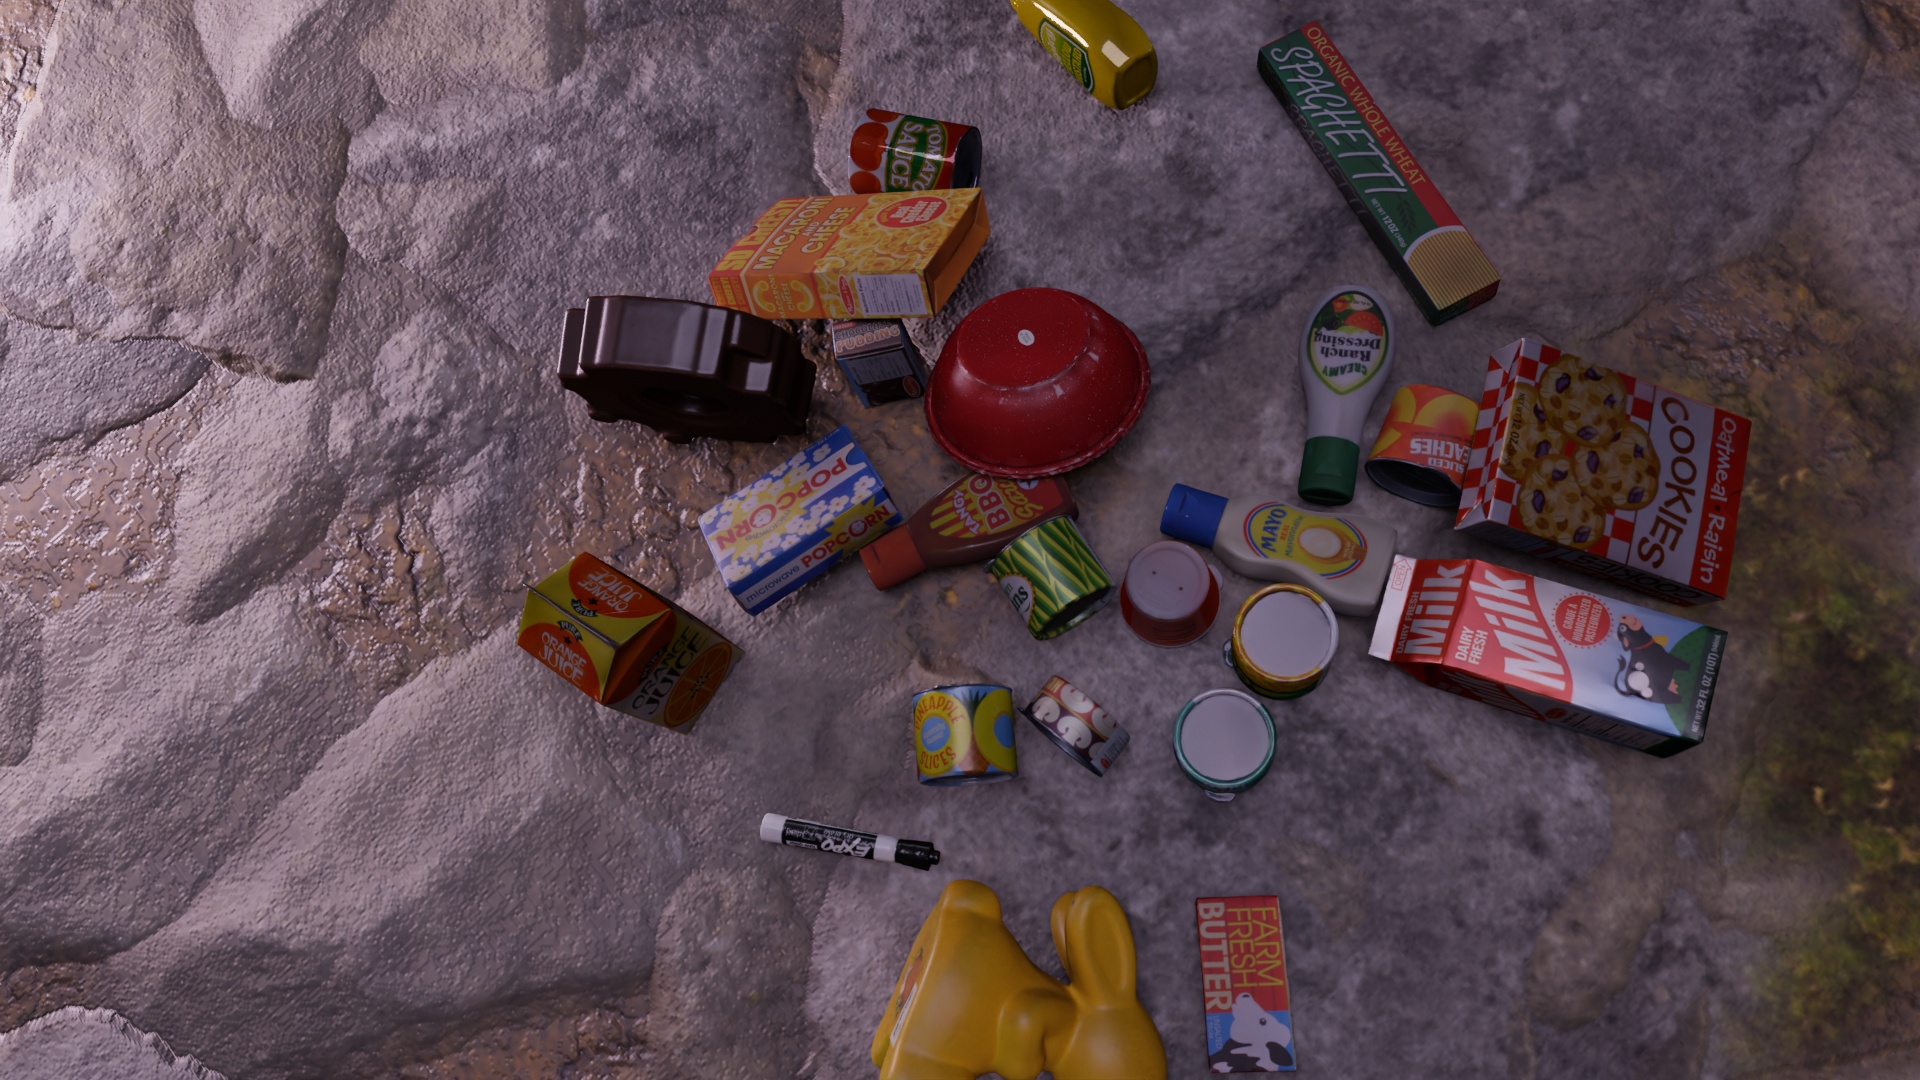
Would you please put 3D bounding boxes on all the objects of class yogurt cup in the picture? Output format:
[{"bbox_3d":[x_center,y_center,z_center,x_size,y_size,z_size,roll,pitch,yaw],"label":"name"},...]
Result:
[{"bbox_3d":[0.138,0.033,0.918,0.072,0.054,0.072,-3,74,10],"label":"yogurt cup"}]

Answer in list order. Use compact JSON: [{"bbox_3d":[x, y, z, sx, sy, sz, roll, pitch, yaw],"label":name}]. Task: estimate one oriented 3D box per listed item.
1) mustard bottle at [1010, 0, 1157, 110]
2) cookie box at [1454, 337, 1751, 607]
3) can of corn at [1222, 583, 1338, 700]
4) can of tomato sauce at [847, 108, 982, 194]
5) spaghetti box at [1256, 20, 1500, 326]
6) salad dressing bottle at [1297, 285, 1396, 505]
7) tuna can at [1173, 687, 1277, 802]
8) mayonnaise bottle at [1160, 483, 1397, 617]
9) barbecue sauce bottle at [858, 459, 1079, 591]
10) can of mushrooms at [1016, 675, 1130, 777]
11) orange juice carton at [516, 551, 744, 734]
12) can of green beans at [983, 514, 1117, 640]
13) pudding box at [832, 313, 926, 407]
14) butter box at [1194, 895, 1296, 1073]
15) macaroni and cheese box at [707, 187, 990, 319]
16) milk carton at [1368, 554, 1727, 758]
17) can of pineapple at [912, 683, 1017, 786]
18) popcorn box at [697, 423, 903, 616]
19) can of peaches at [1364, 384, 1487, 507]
[{"bbox_3d":[0.082,-0.393,1.053,0.049,0.065,0.160,-38,65,-8],"label":"mustard bottle"},{"bbox_3d":[0.406,-0.041,0.873,0.167,0.040,0.123,18,77,-8],"label":"cookie box"},{"bbox_3d":[0.205,0.066,0.894,0.071,0.058,0.071,-3,73,9],"label":"can of corn"},{"bbox_3d":[-0.034,-0.282,1.032,0.083,0.071,0.071,15,77,14],"label":"can of tomato sauce"},{"bbox_3d":[0.295,-0.267,0.995,0.050,0.028,0.250,-27,71,0],"label":"spaghetti box"},{"bbox_3d":[0.258,-0.098,0.942,0.064,0.044,0.148,8,75,14],"label":"salad dressing bottle"},{"bbox_3d":[0.170,0.131,0.893,0.071,0.032,0.071,-3,73,9],"label":"tuna can"},{"bbox_3d":[0.208,0.000,0.922,0.148,0.041,0.065,18,71,13],"label":"mayonnaise bottle"},{"bbox_3d":[0.003,-0.012,0.959,0.148,0.043,0.065,-25,67,2],"label":"barbecue sauce bottle"},{"bbox_3d":[0.073,0.118,0.896,0.071,0.071,0.033,38,83,17],"label":"can of mushrooms"},{"bbox_3d":[-0.214,0.065,0.893,0.072,0.192,0.073,32,82,16],"label":"orange juice carton"},{"bbox_3d":[0.062,0.026,0.926,0.071,0.071,0.058,-32,72,-1],"label":"can of green beans"},{"bbox_3d":[-0.057,-0.127,0.983,0.049,0.083,0.030,-11,70,7],"label":"pudding box"},{"bbox_3d":[0.175,0.272,0.855,0.053,0.024,0.104,-5,73,7],"label":"butter box"},{"bbox_3d":[-0.077,-0.204,0.986,0.166,0.040,0.124,3,39,22],"label":"macaroni and cheese box"},{"bbox_3d":[0.356,0.067,0.860,0.191,0.073,0.072,17,77,14],"label":"milk carton"},{"bbox_3d":[0.002,0.127,0.904,0.071,0.071,0.058,-7,73,8],"label":"can of pineapple"},{"bbox_3d":[-0.112,-0.015,0.964,0.127,0.038,0.085,-33,42,-1],"label":"popcorn box"},{"bbox_3d":[0.308,-0.062,0.909,0.071,0.071,0.058,23,78,15],"label":"can of peaches"}]
